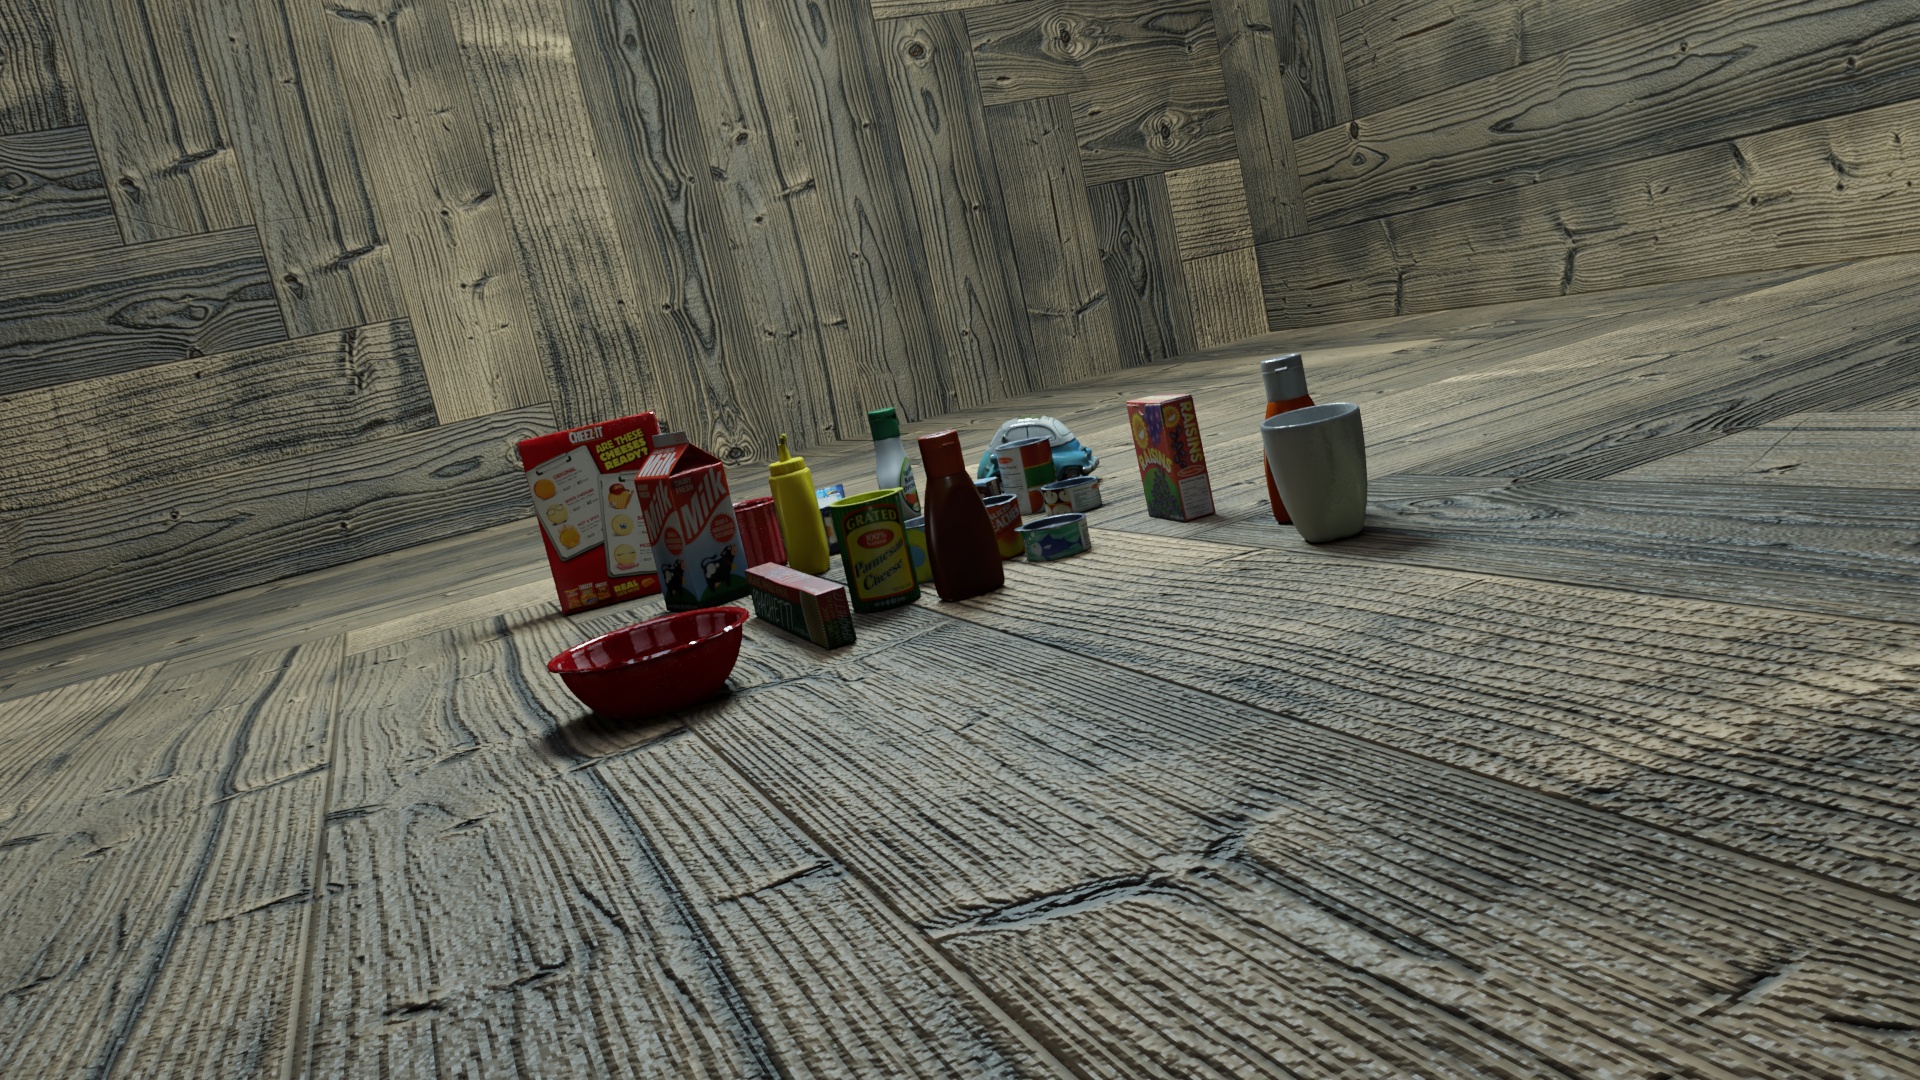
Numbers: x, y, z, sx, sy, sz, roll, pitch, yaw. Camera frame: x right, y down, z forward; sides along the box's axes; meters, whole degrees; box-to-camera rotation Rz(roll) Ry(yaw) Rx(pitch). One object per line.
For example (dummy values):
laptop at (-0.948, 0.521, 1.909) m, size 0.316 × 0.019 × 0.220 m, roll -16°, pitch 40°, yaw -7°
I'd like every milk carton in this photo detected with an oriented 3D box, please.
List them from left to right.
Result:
milk carton at (-0.292, -0.023, 1.501) m, size 0.074 × 0.190 × 0.072 m, roll -20°, pitch 12°, yaw -42°

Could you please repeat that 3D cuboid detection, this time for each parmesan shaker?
parmesan shaker at (-0.076, 0.009, 1.290) m, size 0.071 × 0.103 × 0.071 m, roll -12°, pitch 9°, yaw 2°

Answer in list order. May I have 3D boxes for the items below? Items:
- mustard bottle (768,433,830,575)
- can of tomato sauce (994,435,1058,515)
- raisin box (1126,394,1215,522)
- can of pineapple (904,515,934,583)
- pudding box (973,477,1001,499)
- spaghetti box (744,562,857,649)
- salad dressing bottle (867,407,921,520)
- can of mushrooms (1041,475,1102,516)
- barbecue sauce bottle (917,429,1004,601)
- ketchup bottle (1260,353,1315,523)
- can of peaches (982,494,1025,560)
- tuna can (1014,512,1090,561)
mustard bottle at (-0.185, -0.041, 1.558) m, size 0.049 × 0.160 × 0.065 m, roll -13°, pitch 9°, yaw -4°
can of tomato sauce at (0.084, -0.078, 1.661) m, size 0.071 × 0.083 × 0.071 m, roll -12°, pitch 9°, yaw 2°
raisin box at (0.211, -0.085, 1.406) m, size 0.040 × 0.123 × 0.086 m, roll -15°, pitch 9°, yaw -14°
can of pineapple at (-0.025, 0.006, 1.377) m, size 0.071 × 0.057 × 0.071 m, roll -12°, pitch 9°, yaw 2°
pudding box at (0.010, -0.047, 1.678) m, size 0.083 × 0.049 × 0.030 m, roll -6°, pitch 11°, yaw 36°
spaghetti box at (-0.150, 0.056, 1.267) m, size 0.029 × 0.050 × 0.250 m, roll -16°, pitch 10°, yaw -21°
salad dressing bottle at (-0.089, -0.099, 1.823) m, size 0.044 × 0.147 × 0.064 m, roll -9°, pitch 9°, yaw 22°
can of mushrooms at (0.127, -0.051, 1.599) m, size 0.071 × 0.033 × 0.071 m, roll -12°, pitch 9°, yaw 2°
barbecue sauce bottle at (-0.005, -0.024, 1.248) m, size 0.065 × 0.148 × 0.043 m, roll -17°, pitch 10°, yaw -25°
ketchup bottle at (0.302, -0.093, 1.253) m, size 0.064 × 0.148 × 0.044 m, roll -10°, pitch 9°, yaw 17°
can of peaches at (0.032, -0.011, 1.406) m, size 0.071 × 0.058 × 0.071 m, roll -12°, pitch 9°, yaw 2°
tuna can at (0.091, -0.003, 1.356) m, size 0.071 × 0.032 × 0.071 m, roll -12°, pitch 9°, yaw 2°
